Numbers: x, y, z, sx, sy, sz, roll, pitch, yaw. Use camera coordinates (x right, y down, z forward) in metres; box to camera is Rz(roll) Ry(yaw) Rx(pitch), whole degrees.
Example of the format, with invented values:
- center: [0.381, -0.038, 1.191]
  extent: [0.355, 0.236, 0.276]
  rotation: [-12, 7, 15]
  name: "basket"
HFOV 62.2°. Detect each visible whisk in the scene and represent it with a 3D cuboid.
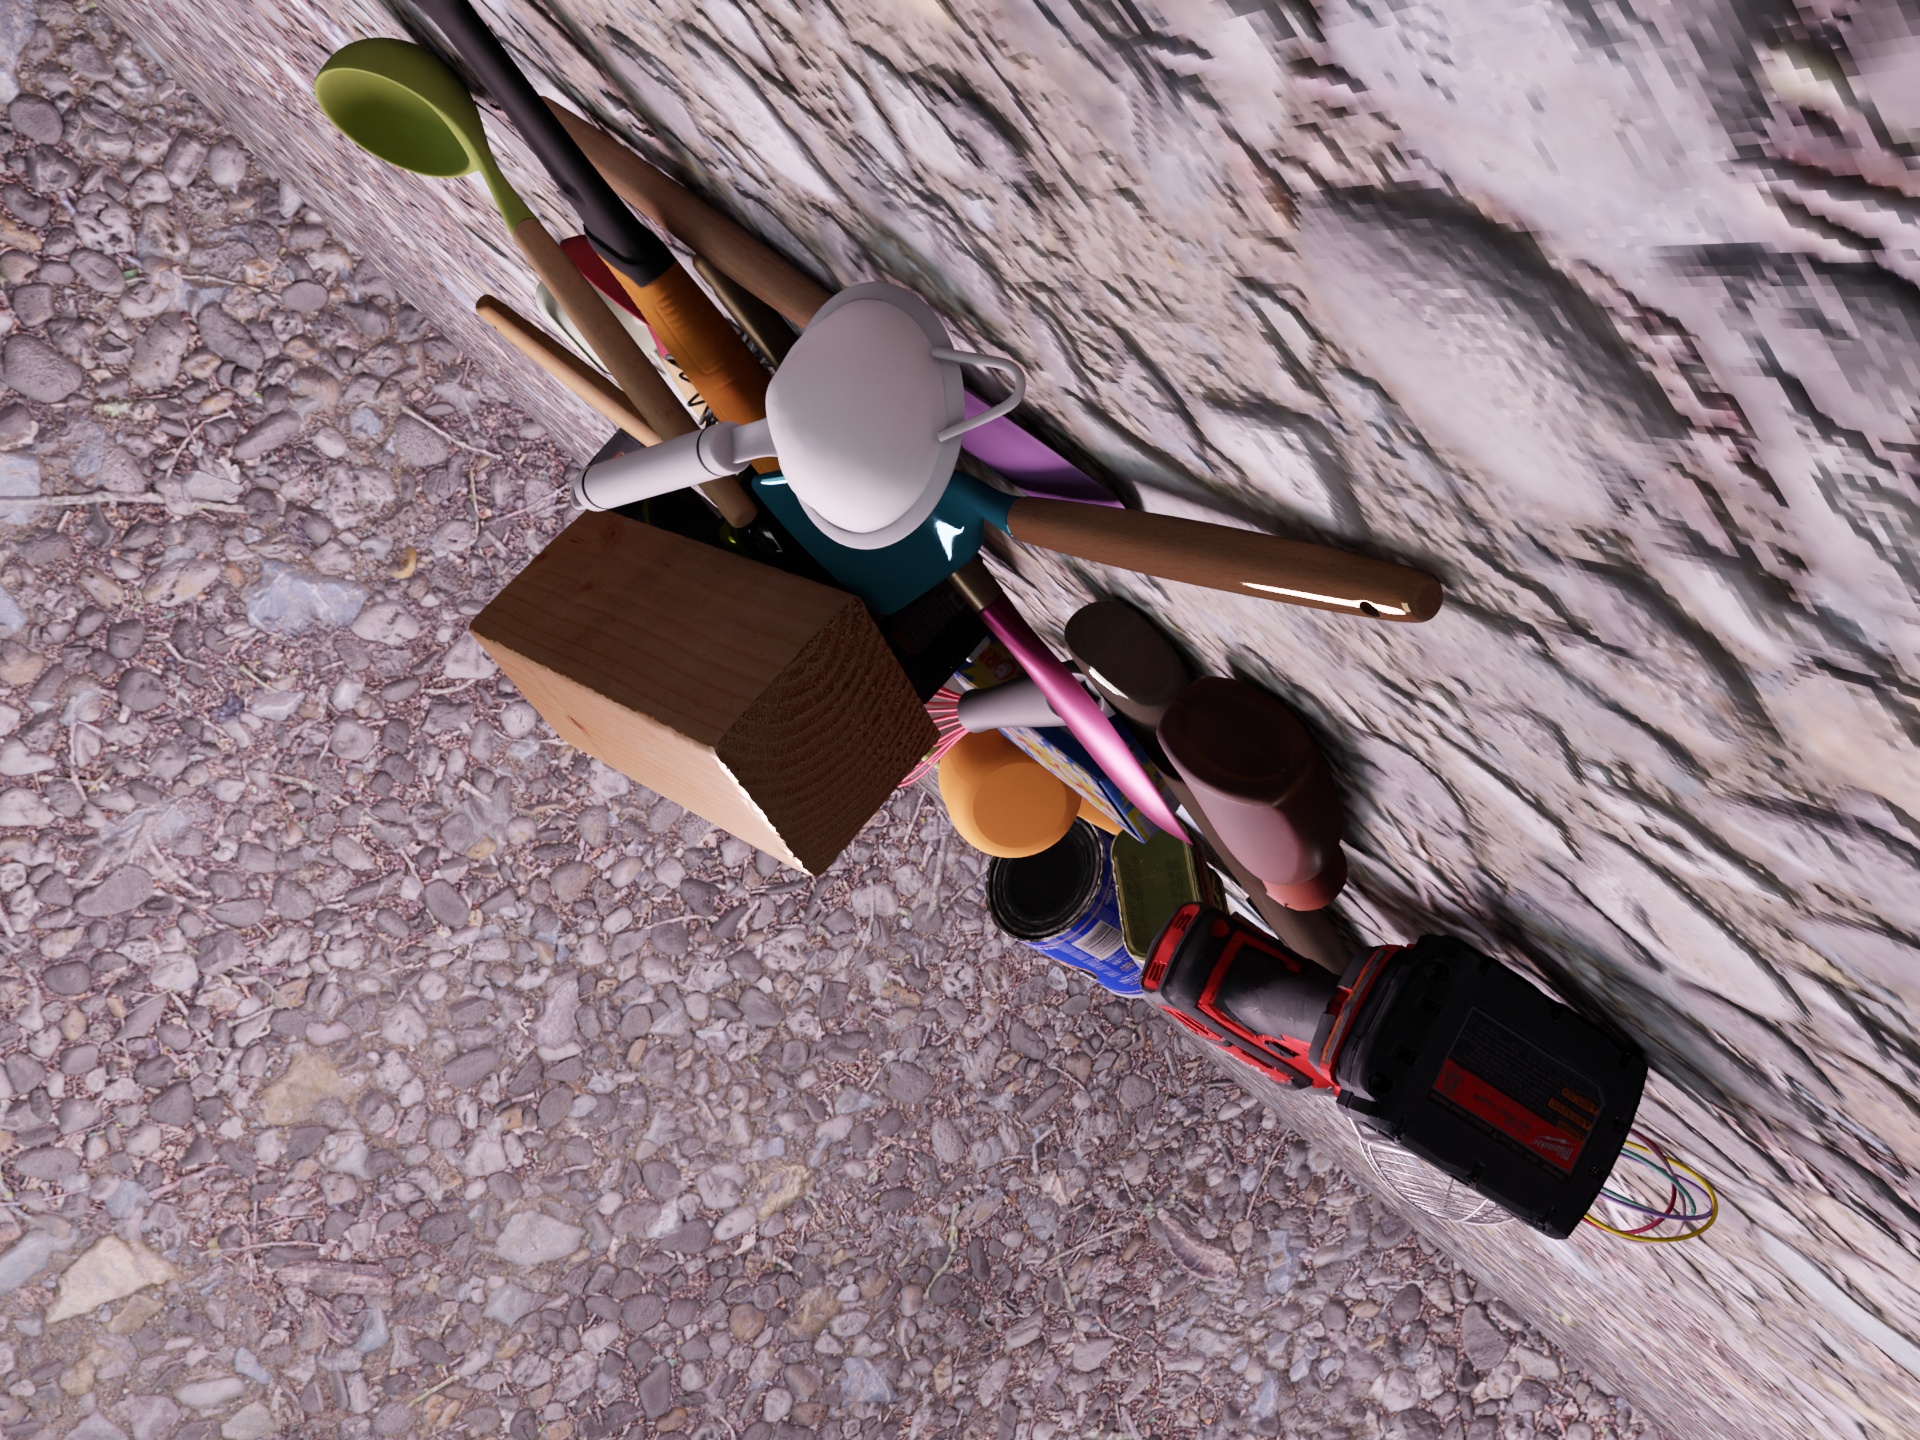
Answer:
- center: [-0.001, -0.003, 0.856]
  extent: [0.073, 0.073, 0.296]
  rotation: [44, 155, -19]
  name: "whisk"
- center: [-0.114, -0.163, 0.784]
  extent: [0.059, 0.058, 0.246]
  rotation: [13, -175, -10]
  name: "whisk"
- center: [0.249, 0.193, 0.777]
  extent: [0.051, 0.047, 0.245]
  rotation: [43, 165, -34]
  name: "whisk"

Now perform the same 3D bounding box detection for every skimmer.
- center: [0.249, 0.194, 1.081]
  extent: [0.363, 0.090, 0.127]
  rotation: [52, 179, 11]
  name: "skimmer"

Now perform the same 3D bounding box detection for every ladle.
- center: [-0.157, -0.199, 0.902]
  extent: [0.069, 0.031, 0.315]
  rotation: [46, 177, 8]
  name: "ladle"
- center: [-0.193, -0.197, 0.720]
  extent: [0.320, 0.062, 0.078]
  rotation: [52, 174, 19]
  name: "ladle"

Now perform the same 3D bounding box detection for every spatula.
- center: [0.029, -0.053, 0.512]
  extent: [0.082, 0.044, 0.318]
  rotation: [46, 168, -29]
  name: "spatula"
- center: [-0.056, -0.152, 0.584]
  extent: [0.316, 0.018, 0.059]
  rotation: [39, 173, 21]
  name: "spatula"

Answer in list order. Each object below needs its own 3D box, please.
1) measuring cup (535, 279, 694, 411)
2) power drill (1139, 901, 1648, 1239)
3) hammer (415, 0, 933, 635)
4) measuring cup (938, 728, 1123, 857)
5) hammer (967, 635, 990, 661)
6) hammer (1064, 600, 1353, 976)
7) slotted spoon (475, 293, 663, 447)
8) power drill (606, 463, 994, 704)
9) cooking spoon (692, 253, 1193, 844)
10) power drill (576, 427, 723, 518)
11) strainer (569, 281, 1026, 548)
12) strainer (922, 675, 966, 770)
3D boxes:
- center: [-0.204, -0.219, 0.997]
  extent: [0.083, 0.038, 0.167]
  rotation: [37, 171, 42]
  name: "measuring cup"
- center: [0.180, 0.142, 0.693]
  extent: [0.143, 0.078, 0.220]
  rotation: [33, 171, -14]
  name: "power drill"
- center: [-0.116, -0.162, 0.612]
  extent: [0.336, 0.034, 0.127]
  rotation: [53, 164, -30]
  name: "hammer"
- center: [0.070, 0.058, 1.007]
  extent: [0.173, 0.095, 0.052]
  rotation: [23, -163, -15]
  name: "measuring cup"
- center: [-0.055, -0.088, 0.996]
  extent: [0.144, 0.035, 0.405]
  rotation: [43, 175, -4]
  name: "hammer"
- center: [0.135, 0.059, 0.791]
  extent: [0.146, 0.038, 0.410]
  rotation: [40, 174, 40]
  name: "hammer"
- center: [-0.189, -0.177, 1.022]
  extent: [0.070, 0.031, 0.313]
  rotation: [32, 177, 42]
  name: "slotted spoon"
- center: [-0.086, -0.065, 0.804]
  extent: [0.171, 0.080, 0.223]
  rotation: [50, 155, -21]
  name: "power drill"
- center: [-0.004, -0.069, 0.664]
  extent: [0.319, 0.017, 0.069]
  rotation: [51, -179, -7]
  name: "cooking spoon"
- center: [-0.183, -0.132, 1.215]
  extent: [0.226, 0.084, 0.164]
  rotation: [42, -171, -17]
  name: "power drill"
- center: [-0.081, -0.097, 0.568]
  extent: [0.050, 0.087, 0.258]
  rotation: [-5, -179, -40]
  name: "strainer"
- center: [-0.044, -0.028, 1.050]
  extent: [0.256, 0.069, 0.152]
  rotation: [30, -177, -42]
  name: "strainer"
